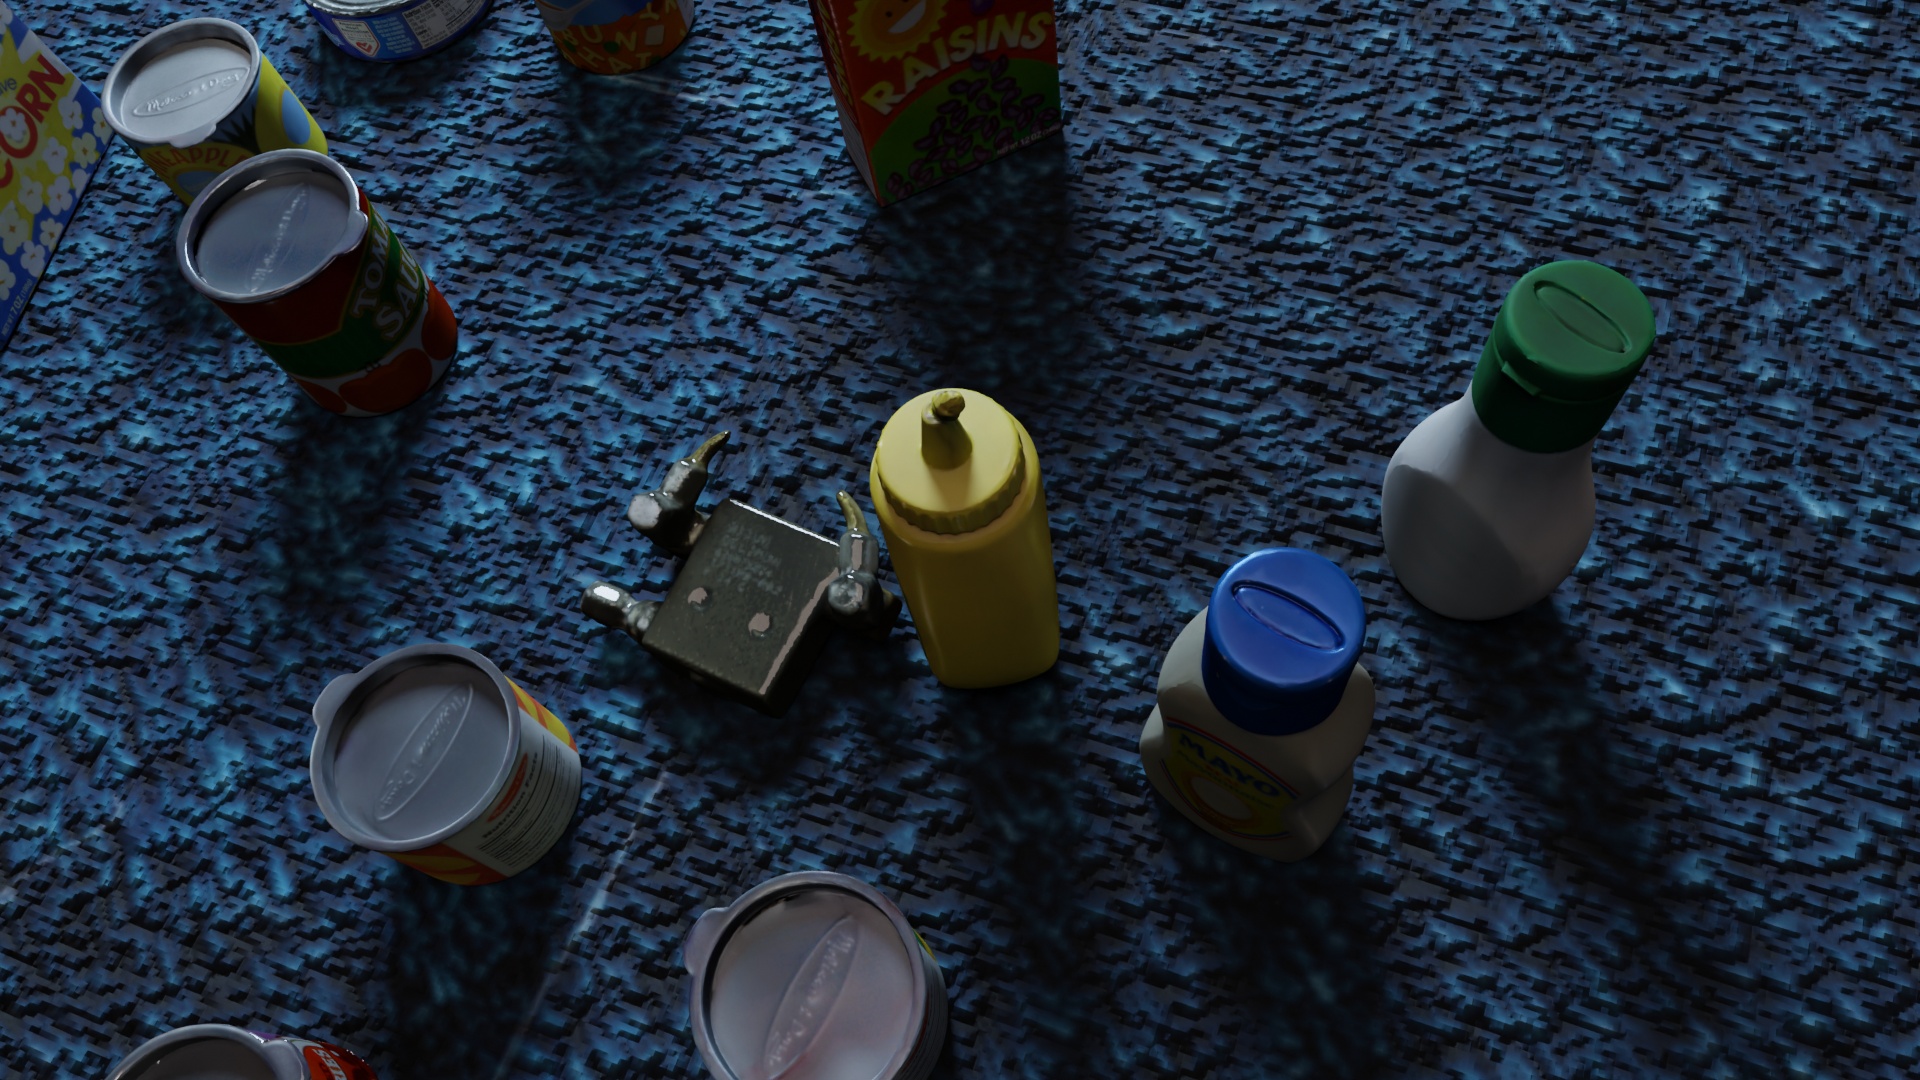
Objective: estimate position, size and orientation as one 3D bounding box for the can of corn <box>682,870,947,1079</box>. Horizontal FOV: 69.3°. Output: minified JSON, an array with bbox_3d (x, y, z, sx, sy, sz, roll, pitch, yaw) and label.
[{"bbox_3d":[-0.041,0.134,0.406,0.071,0.058,0.071,-3,65,6],"label":"can of corn"}]

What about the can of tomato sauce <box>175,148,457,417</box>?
[{"bbox_3d":[-0.237,-0.094,0.524,0.071,0.082,0.071,-3,65,6],"label":"can of tomato sauce"}]

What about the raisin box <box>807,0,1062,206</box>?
[{"bbox_3d":[-0.009,-0.193,0.521,0.086,0.123,0.040,-24,65,-5],"label":"raisin box"}]

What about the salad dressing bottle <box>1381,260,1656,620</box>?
[{"bbox_3d":[0.161,-0.024,0.407,0.044,0.147,0.064,-38,67,-11],"label":"salad dressing bottle"}]

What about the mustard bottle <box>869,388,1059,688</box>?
[{"bbox_3d":[0.001,-0.005,0.411,0.049,0.159,0.065,-11,64,2],"label":"mustard bottle"}]

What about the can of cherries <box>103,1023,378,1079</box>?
[{"bbox_3d":[-0.208,0.177,0.406,0.071,0.058,0.072,-3,65,6],"label":"can of cherries"}]

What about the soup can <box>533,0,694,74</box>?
[{"bbox_3d":[-0.158,-0.250,0.588,0.071,0.083,0.071,-3,65,6],"label":"soup can"}]

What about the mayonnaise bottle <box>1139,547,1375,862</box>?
[{"bbox_3d":[0.082,0.048,0.383,0.065,0.147,0.041,29,72,19],"label":"mayonnaise bottle"}]

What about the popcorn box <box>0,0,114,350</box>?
[{"bbox_3d":[-0.414,-0.155,0.573,0.038,0.085,0.127,5,66,9],"label":"popcorn box"}]

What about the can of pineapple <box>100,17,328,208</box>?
[{"bbox_3d":[-0.312,-0.173,0.584,0.071,0.057,0.071,-3,65,6],"label":"can of pineapple"}]

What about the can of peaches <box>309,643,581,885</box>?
[{"bbox_3d":[-0.166,0.073,0.450,0.071,0.058,0.071,-3,65,6],"label":"can of peaches"}]
